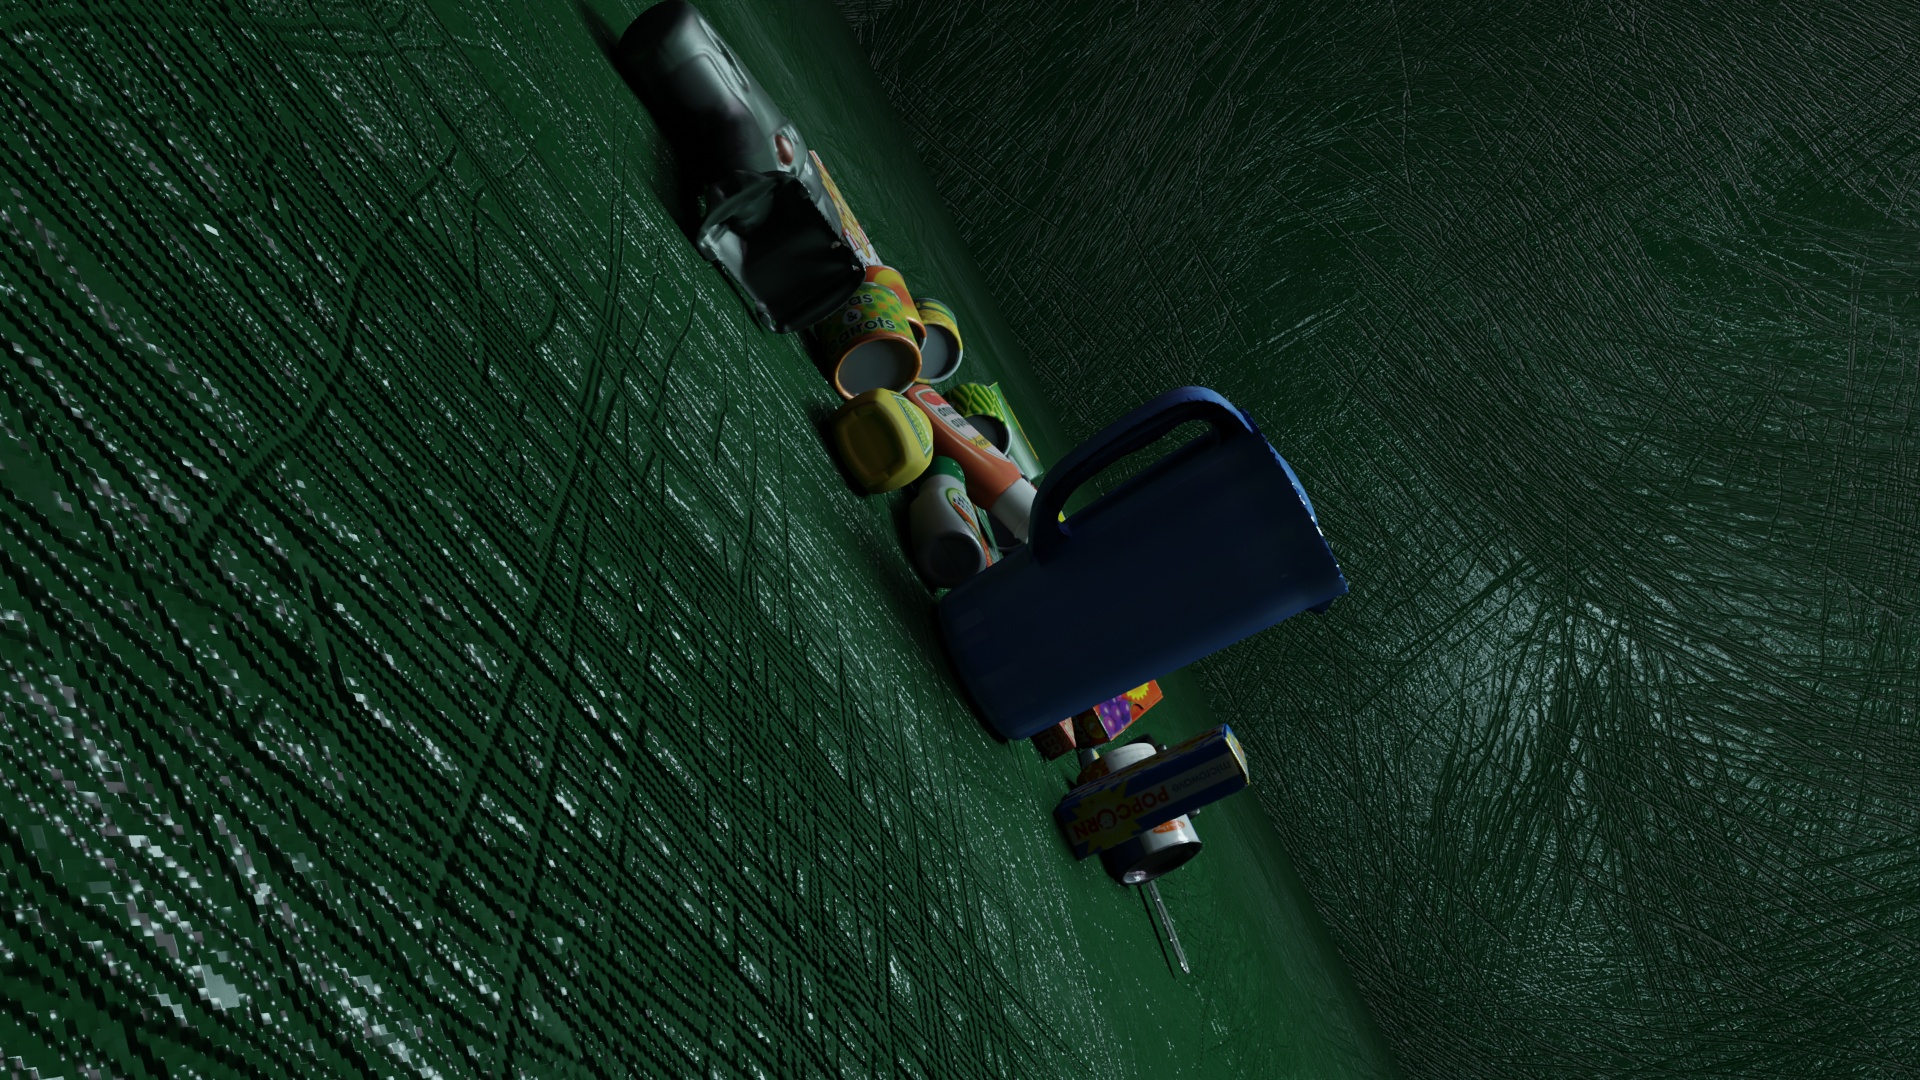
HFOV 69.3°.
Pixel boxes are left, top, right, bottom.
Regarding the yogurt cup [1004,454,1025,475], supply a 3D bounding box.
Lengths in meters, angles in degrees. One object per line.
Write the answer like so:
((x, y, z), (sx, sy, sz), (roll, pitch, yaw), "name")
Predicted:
((0.038, -0.038, 1.288), (0.072, 0.054, 0.072), (59, 9, -15), "yogurt cup")

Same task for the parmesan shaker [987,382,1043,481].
((0.031, -0.099, 1.404), (0.103, 0.071, 0.071), (61, 9, -6), "parmesan shaker")

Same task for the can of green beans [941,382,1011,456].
((0.012, -0.107, 1.311), (0.071, 0.071, 0.058), (56, 11, -32), "can of green beans")

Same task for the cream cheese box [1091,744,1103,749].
((0.122, 0.157, 1.251), (0.053, 0.024, 0.104), (61, 9, 9), "cream cheese box")

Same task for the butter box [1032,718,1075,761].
((0.060, 0.117, 1.032), (0.053, 0.024, 0.104), (58, 9, -16), "butter box")

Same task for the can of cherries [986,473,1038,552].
((0.041, -0.027, 1.216), (0.071, 0.071, 0.058), (61, 8, 1), "can of cherries")

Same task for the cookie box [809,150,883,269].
((-0.105, -0.252, 1.194), (0.167, 0.040, 0.123), (58, 10, -12), "cookie box")

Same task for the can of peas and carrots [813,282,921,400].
((-0.067, -0.141, 0.984), (0.070, 0.071, 0.059), (50, 15, -51), "can of peas and carrots")

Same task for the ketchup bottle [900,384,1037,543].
((0.009, -0.059, 1.082), (0.149, 0.043, 0.065), (43, 16, 13), "ketchup bottle")

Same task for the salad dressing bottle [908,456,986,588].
((-0.011, -0.018, 0.986), (0.064, 0.044, 0.148), (56, 10, -23), "salad dressing bottle")

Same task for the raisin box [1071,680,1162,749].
((0.108, 0.100, 1.167), (0.086, 0.040, 0.123), (-31, 93, -44), "raisin box")

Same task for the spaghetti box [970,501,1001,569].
((0.004, -0.014, 1.105), (0.050, 0.028, 0.251), (56, 11, -32), "spaghetti box")

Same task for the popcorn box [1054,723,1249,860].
((0.134, 0.170, 0.953), (0.038, 0.126, 0.085), (65, 9, 5), "popcorn box")

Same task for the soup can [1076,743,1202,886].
((0.131, 0.205, 1.036), (0.071, 0.071, 0.084), (47, 16, -58), "soup can")

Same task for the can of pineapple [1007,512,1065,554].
((0.072, -0.003, 1.339), (0.058, 0.071, 0.071), (65, 9, 21), "can of pineapple")

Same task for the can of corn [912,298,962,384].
((-0.035, -0.189, 1.310), (0.071, 0.071, 0.058), (56, 10, -28), "can of corn")

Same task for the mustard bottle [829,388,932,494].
((-0.047, -0.070, 0.935), (0.065, 0.049, 0.160), (62, 9, -4), "mustard bottle")

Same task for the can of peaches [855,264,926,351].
((-0.067, -0.171, 1.079), (0.071, 0.071, 0.058), (46, 18, -59), "can of peaches")
